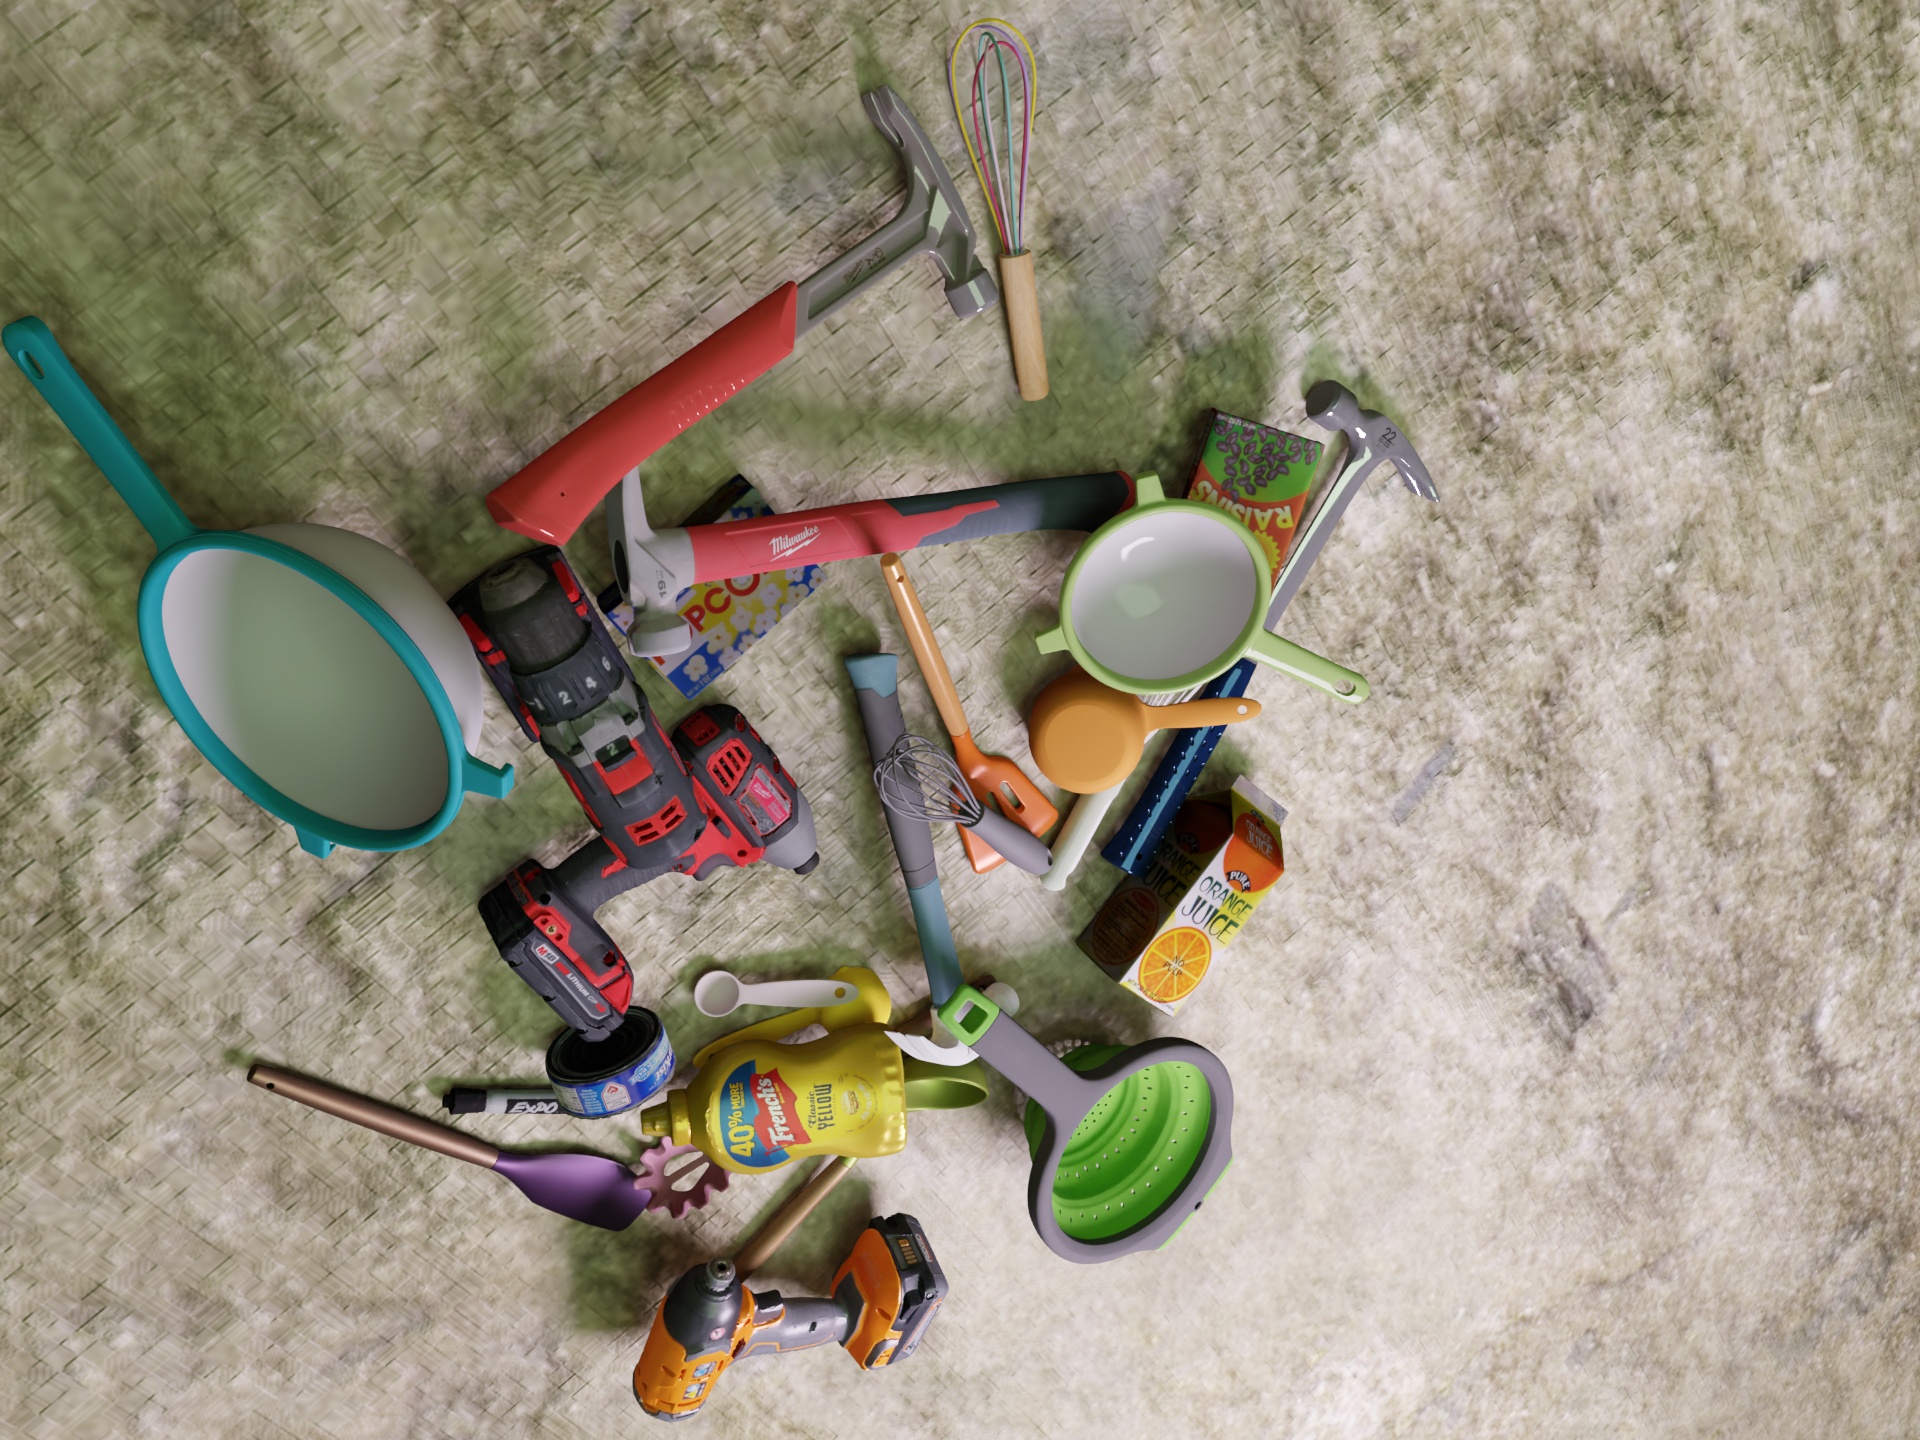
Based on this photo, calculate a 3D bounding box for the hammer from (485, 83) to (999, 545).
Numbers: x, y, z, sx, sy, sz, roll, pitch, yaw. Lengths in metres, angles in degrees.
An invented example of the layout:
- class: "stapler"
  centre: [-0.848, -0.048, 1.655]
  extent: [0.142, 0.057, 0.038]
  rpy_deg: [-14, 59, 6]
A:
- class: "hammer"
  centre: [-0.132, -0.227, 0.935]
  extent: [0.359, 0.037, 0.149]
  rpy_deg: [-42, 115, -24]

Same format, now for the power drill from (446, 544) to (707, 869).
- class: "power drill"
  centre: [-0.232, -0.031, 0.917]
  extent: [0.080, 0.227, 0.187]
  rpy_deg: [-32, 121, -12]

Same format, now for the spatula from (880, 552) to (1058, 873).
- class: "spatula"
  centre: [-0.002, -0.004, 1.123]
  extent: [0.081, 0.041, 0.322]
  rpy_deg: [-35, 142, -10]

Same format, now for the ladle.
- class: "ladle"
  centre: [-0.104, 0.376, 1.254]
  extent: [0.320, 0.062, 0.078]
  rpy_deg: [-46, 138, 1]

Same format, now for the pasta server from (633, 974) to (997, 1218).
- class: "pasta server"
  centre: [-0.104, 0.281, 1.223]
  extent: [0.316, 0.040, 0.060]
  rpy_deg: [-29, 82, -15]

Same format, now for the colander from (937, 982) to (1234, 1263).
- class: "colander"
  centre: [0.078, 0.291, 1.264]
  extent: [0.204, 0.095, 0.396]
  rpy_deg: [-49, 131, -7]

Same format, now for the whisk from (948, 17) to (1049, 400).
- class: "whisk"
  centre: [0.036, -0.328, 1.039]
  extent: [0.047, 0.051, 0.244]
  rpy_deg: [-24, 122, -22]

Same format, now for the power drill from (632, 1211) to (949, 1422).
- class: "power drill"
  centre: [-0.128, 0.452, 1.226]
  extent: [0.226, 0.084, 0.164]
  rpy_deg: [-2, 131, -32]

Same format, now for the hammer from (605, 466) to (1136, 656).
- class: "hammer"
  centre: [-0.044, -0.144, 1.045]
  extent: [0.386, 0.038, 0.143]
  rpy_deg: [-13, 105, -31]

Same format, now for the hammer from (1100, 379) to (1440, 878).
- class: "hammer"
  centre: [0.234, -0.056, 1.252]
  extent: [0.144, 0.035, 0.405]
  rpy_deg: [25, 98, -32]

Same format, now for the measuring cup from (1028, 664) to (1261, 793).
- class: "measuring cup"
  centre: [0.134, 0.006, 1.169]
  extent: [0.173, 0.052, 0.095]
  rpy_deg: [-6, 104, 12]

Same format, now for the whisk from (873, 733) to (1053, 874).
- class: "whisk"
  centre: [0.009, 0.070, 1.144]
  extent: [0.055, 0.055, 0.238]
  rpy_deg: [-51, 142, 1]

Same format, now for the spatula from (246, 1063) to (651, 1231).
- class: "spatula"
  centre: [-0.350, 0.299, 1.120]
  extent: [0.315, 0.018, 0.060]
  rpy_deg: [33, 103, -33]

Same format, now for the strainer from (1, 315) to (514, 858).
- class: "strainer"
  centre: [-0.383, -0.085, 0.890]
  extent: [0.340, 0.211, 0.095]
  rpy_deg: [59, 37, -20]

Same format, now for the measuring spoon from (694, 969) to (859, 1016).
- class: "measuring spoon"
  centre: [-0.136, 0.200, 1.177]
  extent: [0.124, 0.018, 0.034]
  rpy_deg: [3, 94, -19]

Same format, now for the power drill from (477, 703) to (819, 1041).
- class: "power drill"
  centre: [-0.202, 0.105, 1.083]
  extent: [0.219, 0.079, 0.143]
  rpy_deg: [-41, 123, -9]

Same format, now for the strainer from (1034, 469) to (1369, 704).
- class: "strainer"
  centre: [0.186, -0.079, 1.153]
  extent: [0.256, 0.069, 0.151]
  rpy_deg: [23, 115, -20]

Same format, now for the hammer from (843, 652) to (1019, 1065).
- class: "hammer"
  centre: [-0.031, 0.103, 1.160]
  extent: [0.128, 0.033, 0.330]
  rpy_deg: [-35, 118, -49]

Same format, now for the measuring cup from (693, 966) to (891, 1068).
- class: "measuring cup"
  centre: [-0.124, 0.235, 1.198]
  extent: [0.156, 0.029, 0.062]
  rpy_deg: [-19, 118, -21]

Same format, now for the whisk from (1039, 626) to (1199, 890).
- class: "whisk"
  centre: [0.125, 0.026, 1.229]
  extent: [0.059, 0.058, 0.246]
  rpy_deg: [28, 103, 2]
